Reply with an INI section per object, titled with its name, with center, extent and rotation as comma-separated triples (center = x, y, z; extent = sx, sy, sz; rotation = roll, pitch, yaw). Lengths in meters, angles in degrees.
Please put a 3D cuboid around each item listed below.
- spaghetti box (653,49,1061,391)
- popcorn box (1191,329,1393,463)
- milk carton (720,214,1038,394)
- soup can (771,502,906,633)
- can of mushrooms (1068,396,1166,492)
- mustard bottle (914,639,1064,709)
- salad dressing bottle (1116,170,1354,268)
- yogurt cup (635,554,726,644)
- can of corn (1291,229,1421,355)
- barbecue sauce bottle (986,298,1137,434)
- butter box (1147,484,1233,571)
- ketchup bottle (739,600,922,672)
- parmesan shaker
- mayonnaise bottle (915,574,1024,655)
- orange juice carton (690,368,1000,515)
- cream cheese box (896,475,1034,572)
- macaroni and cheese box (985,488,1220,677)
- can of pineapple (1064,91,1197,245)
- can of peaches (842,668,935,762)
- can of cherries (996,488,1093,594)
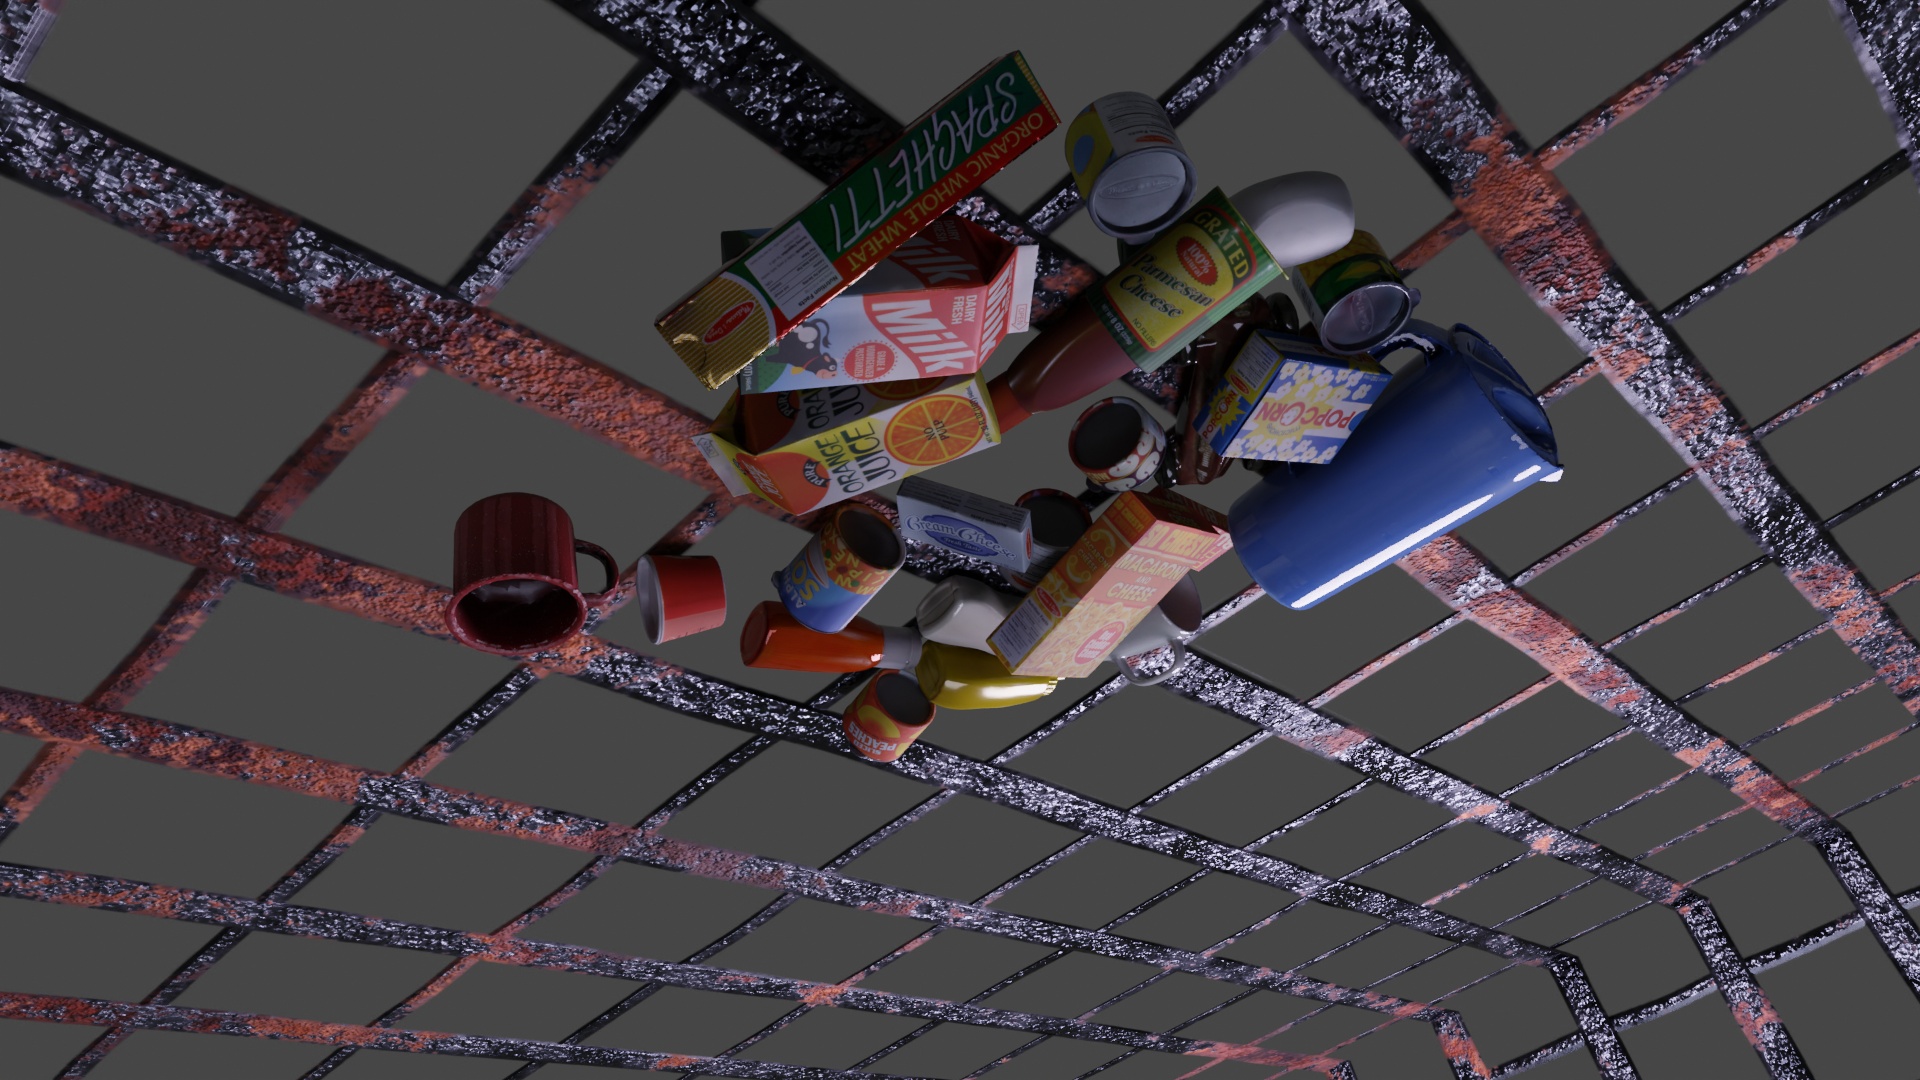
[spaghetti box]
center = -0.057, -0.178, 0.775
extent = 0.250, 0.029, 0.050
rotation = -38, 112, -1
[popcorn box]
center = 0.235, -0.099, 0.981
extent = 0.127, 0.038, 0.084
rotation = 1, 131, -39
[milk carton]
center = -0.047, -0.147, 0.855
extent = 0.191, 0.074, 0.072
rotation = -7, 140, -12
[soup can]
center = -0.093, 0.020, 1.061
extent = 0.071, 0.071, 0.083
rotation = 16, 132, -35
[can of mushrooms]
center = 0.113, -0.069, 1.021
extent = 0.071, 0.071, 0.033
rotation = -30, 140, 19
[mustard bottle]
center = 0.038, 0.119, 1.241
extent = 0.160, 0.065, 0.048
rotation = 7, 134, -33
[salad dressing bottle]
center = 0.177, -0.199, 0.899
extent = 0.148, 0.044, 0.064
rotation = -13, 145, -1
[yogurt cup]
center = -0.210, 0.041, 1.048
extent = 0.054, 0.072, 0.072
rotation = -7, 143, -25
[can of corn]
center = 0.271, -0.172, 0.954
extent = 0.071, 0.058, 0.070
rotation = -10, 143, -8
[barbecue sauce bottle]
center = 0.071, -0.122, 0.958
extent = 0.148, 0.044, 0.065
rotation = -31, 142, 21
[butter box]
center = 0.183, -0.009, 1.161
extent = 0.103, 0.024, 0.053
rotation = 20, 131, -38
[ketchup bottle]
center = -0.105, 0.085, 1.159
extent = 0.149, 0.044, 0.064
rotation = 9, 138, -30
[parmesan shaker]
center = 0.138, -0.156, 0.851
extent = 0.103, 0.071, 0.071
rotation = -38, 139, 16
[mayonnaise bottle]
center = 0.035, 0.072, 1.198
extent = 0.148, 0.041, 0.064
rotation = 18, 133, -39
[orange juice carton]
center = -0.078, -0.080, 0.931
extent = 0.193, 0.073, 0.071
rotation = -19, 143, 5
[cream cheese box]
center = 0.004, -0.013, 1.045
extent = 0.104, 0.024, 0.053
rotation = 17, 146, 17
[macaroni and cheese box]
center = 0.113, 0.036, 1.088
extent = 0.166, 0.040, 0.124
rotation = -49, 152, 18
[can of pineapple]
center = 0.100, -0.222, 0.827
extent = 0.071, 0.058, 0.070
rotation = -10, 143, -8
[can of peaches]
center = -0.065, 0.157, 1.245
extent = 0.071, 0.071, 0.057
rotation = 12, 134, -32
[can of cherries]
center = 0.067, -0.001, 1.098
extent = 0.071, 0.072, 0.058
rotation = -2, 140, -18
